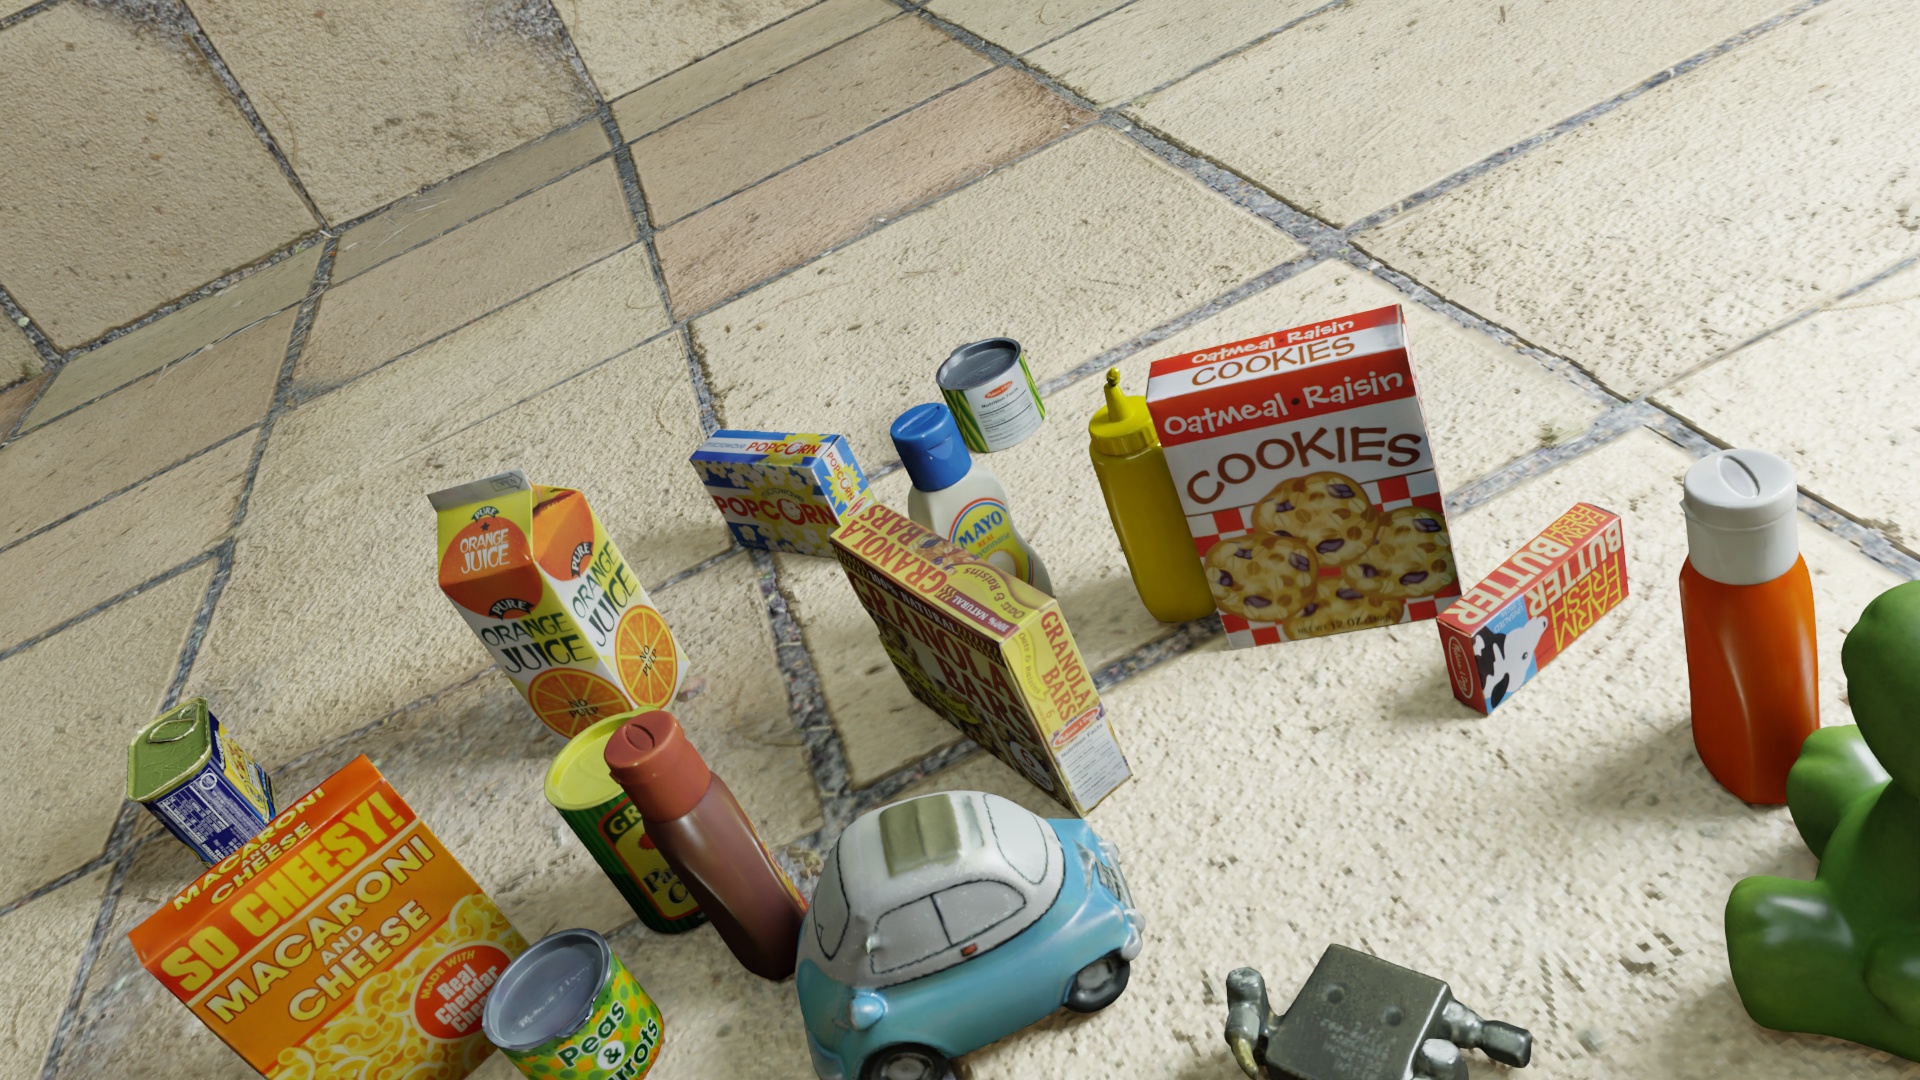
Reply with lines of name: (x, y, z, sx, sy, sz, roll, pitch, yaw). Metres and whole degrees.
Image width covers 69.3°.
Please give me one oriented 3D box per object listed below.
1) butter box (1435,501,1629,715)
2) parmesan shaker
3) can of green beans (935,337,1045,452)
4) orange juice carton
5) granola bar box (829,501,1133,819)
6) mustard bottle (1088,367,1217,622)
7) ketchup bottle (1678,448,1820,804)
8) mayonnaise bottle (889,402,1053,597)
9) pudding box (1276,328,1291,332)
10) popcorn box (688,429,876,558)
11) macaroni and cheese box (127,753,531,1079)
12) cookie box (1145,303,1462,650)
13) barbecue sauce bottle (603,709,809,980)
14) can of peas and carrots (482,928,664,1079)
butter box: (0.273, 0.031, 0.659, 0.104, 0.053, 0.024, -35, 34, -16)
parmesan shaker: (-0.161, 0.147, 0.731, 0.071, 0.102, 0.072, -17, 33, 12)
can of green beans: (0.023, -0.106, 1.012, 0.071, 0.057, 0.071, -17, 33, 12)
orange juice carton: (-0.251, 0.038, 0.861, 0.072, 0.192, 0.073, -12, 35, 20)
granola bar box: (0.007, 0.059, 0.727, 0.039, 0.123, 0.166, -37, 35, -18)
mustard bottle: (0.102, -0.029, 0.756, 0.049, 0.159, 0.066, -14, 34, 17)
ketchup bottle: (0.308, 0.033, 0.545, 0.043, 0.148, 0.065, -16, 34, 14)
mayonnaise bottle: (0.003, -0.010, 0.805, 0.065, 0.147, 0.041, -36, 34, -16)
pudding box: (0.238, -0.107, 0.881, 0.083, 0.049, 0.030, 6, 43, 38)
popcorn box: (-0.121, -0.033, 0.977, 0.126, 0.085, 0.038, 6, 44, 38)
macaroni and cheese box: (-0.291, 0.205, 0.676, 0.124, 0.165, 0.040, -42, 36, -24)
cookie box: (0.176, -0.027, 0.699, 0.123, 0.166, 0.040, -11, 35, 20)
barbecue sauce bottle: (-0.119, 0.145, 0.665, 0.044, 0.148, 0.065, -39, 35, -20)
can of peas and carrots: (-0.183, 0.232, 0.666, 0.071, 0.058, 0.071, -17, 33, 12)
